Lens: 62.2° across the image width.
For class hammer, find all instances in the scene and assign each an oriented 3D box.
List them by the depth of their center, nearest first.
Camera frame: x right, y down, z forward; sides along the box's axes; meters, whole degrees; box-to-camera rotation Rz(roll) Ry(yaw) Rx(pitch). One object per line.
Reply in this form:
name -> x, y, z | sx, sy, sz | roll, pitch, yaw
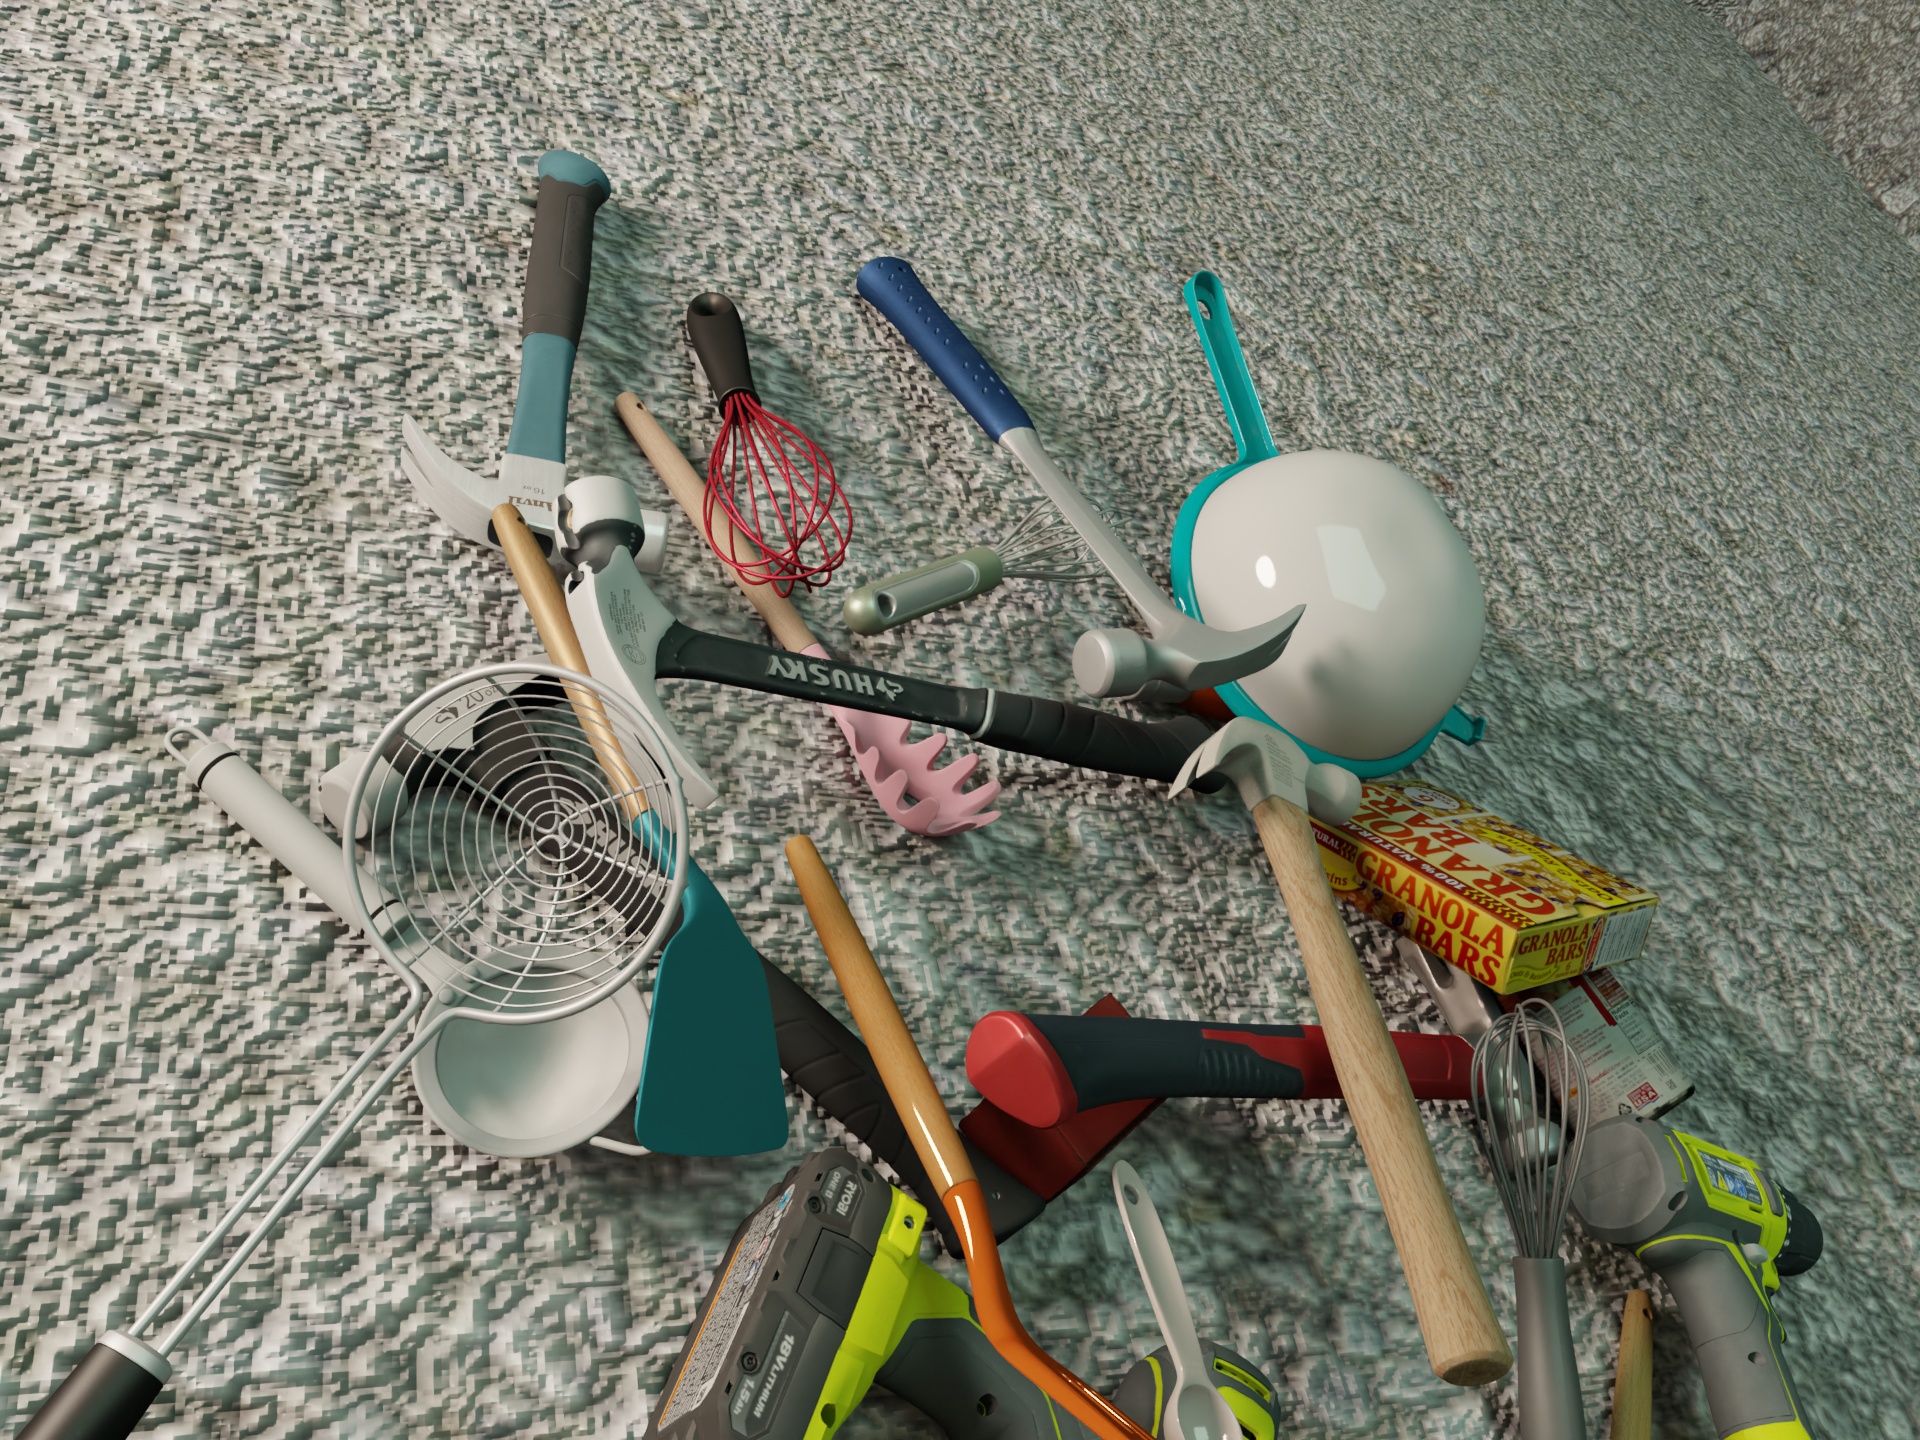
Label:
hammer -> -0.097, 0.100, 0.671 | 0.335, 0.035, 0.146 | 41, 43, 4
hammer -> 0.173, 0.128, 0.715 | 0.130, 0.031, 0.332 | 24, 37, -31
hammer -> 0.147, 0.143, 0.734 | 0.386, 0.038, 0.143 | 13, 45, -42
hammer -> -0.001, -0.002, 0.754 | 0.408, 0.036, 0.149 | 12, 51, -44
hammer -> -0.217, -0.207, 0.850 | 0.128, 0.033, 0.331 | 8, 47, -16
hammer -> 0.043, -0.156, 0.918 | 0.144, 0.035, 0.406 | -6, 44, -30

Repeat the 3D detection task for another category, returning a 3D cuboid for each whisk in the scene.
whisk -> 0.267, 0.247, 0.726 | 0.055, 0.055, 0.239 | 9, 73, -27
whisk -> -0.113, -0.157, 0.843 | 0.073, 0.073, 0.296 | 10, 35, -26
whisk -> 0.019, -0.086, 0.885 | 0.246, 0.059, 0.058 | -26, 99, -49

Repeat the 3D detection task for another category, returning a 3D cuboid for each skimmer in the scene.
skimmer -> -0.214, 0.132, 0.488 | 0.127, 0.090, 0.363 | 28, 52, 6

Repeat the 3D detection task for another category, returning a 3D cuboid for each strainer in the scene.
strainer -> -0.211, 0.084, 0.606 | 0.258, 0.050, 0.087 | 39, 55, 10
strainer -> 0.216, -0.138, 0.942 | 0.211, 0.095, 0.340 | -6, 72, -33

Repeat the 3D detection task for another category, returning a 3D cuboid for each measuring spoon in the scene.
measuring spoon -> 0.074, 0.224, 0.598 | 0.034, 0.018, 0.124 | 23, 35, -36

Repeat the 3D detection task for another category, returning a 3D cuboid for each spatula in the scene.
spatula -> -0.001, 0.149, 0.586 | 0.080, 0.041, 0.323 | 50, 6, -47
spatula -> -0.145, 0.027, 0.651 | 0.082, 0.044, 0.318 | 20, 33, -53

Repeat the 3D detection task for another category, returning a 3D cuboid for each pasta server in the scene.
pasta server -> -0.089, -0.060, 0.814 | 0.060, 0.040, 0.316 | -11, 58, -54

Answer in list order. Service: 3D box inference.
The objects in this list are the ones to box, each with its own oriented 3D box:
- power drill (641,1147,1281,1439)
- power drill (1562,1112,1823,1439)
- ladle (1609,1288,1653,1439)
power drill -> 0.008, 0.269, 0.564 | 0.223, 0.080, 0.171 | 34, 42, -8
power drill -> 0.397, 0.315, 0.772 | 0.190, 0.080, 0.229 | 25, 40, -33
ladle -> 0.287, 0.377, 0.691 | 0.069, 0.031, 0.315 | 36, 41, 0
